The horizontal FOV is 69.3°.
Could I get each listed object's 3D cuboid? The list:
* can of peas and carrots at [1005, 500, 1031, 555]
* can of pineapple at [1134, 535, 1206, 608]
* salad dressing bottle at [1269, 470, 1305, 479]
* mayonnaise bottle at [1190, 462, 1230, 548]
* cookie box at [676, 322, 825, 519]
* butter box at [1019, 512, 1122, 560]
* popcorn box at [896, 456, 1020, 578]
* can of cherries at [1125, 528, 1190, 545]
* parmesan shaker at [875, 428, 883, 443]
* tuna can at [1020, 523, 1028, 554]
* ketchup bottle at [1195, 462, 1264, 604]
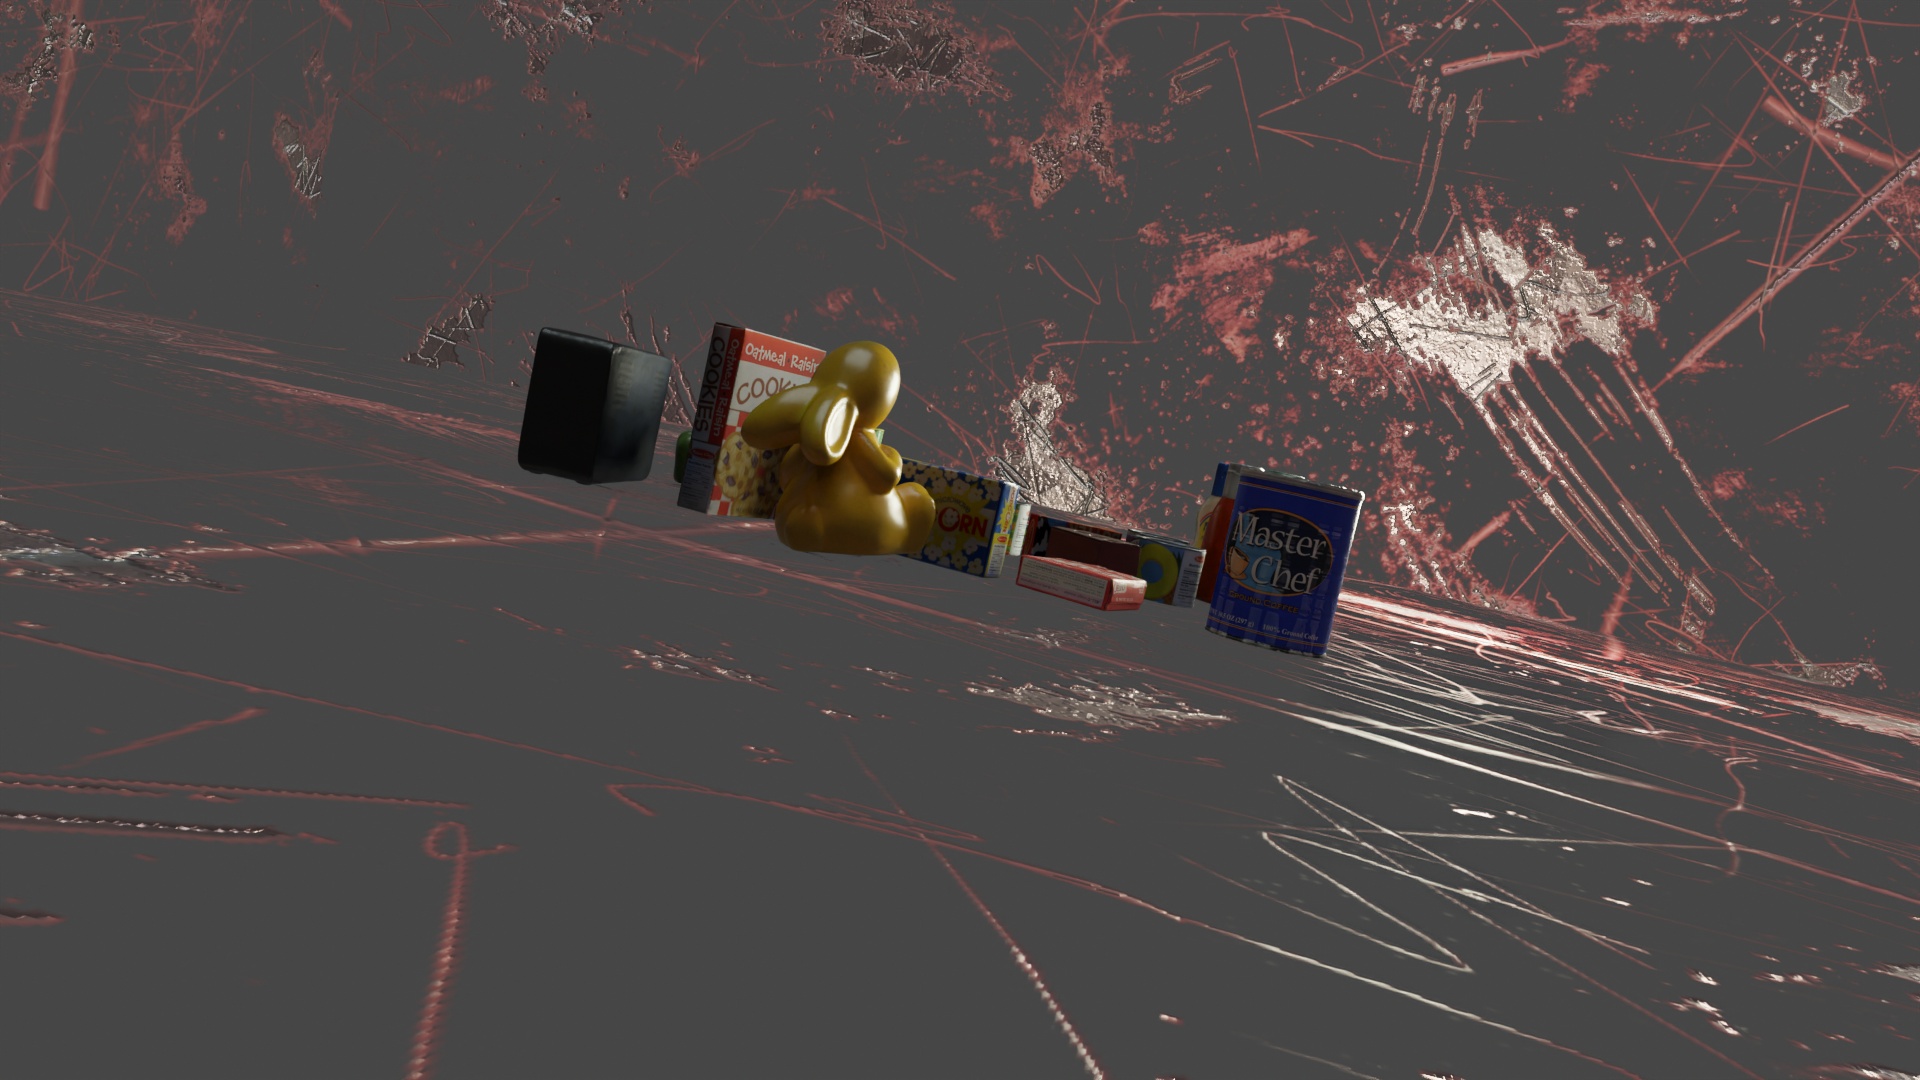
[{"bbox_3d":[0.037,-0.019,1.520,0.071,0.058,0.071,12,4,-1],"label":"can of peas and carrots"},{"bbox_3d":[0.198,0.030,1.348,0.071,0.058,0.071,12,4,-1],"label":"can of pineapple"},{"bbox_3d":[0.305,0.006,1.370,0.064,0.147,0.044,13,4,14],"label":"salad dressing bottle"},{"bbox_3d":[0.288,-0.011,1.546,0.065,0.148,0.041,14,4,19],"label":"mayonnaise bottle"},{"bbox_3d":[-0.190,-0.106,1.267,0.040,0.167,0.123,14,4,29],"label":"cookie box"},{"bbox_3d":[0.116,0.006,1.455,0.103,0.053,0.024,11,4,-25],"label":"butter box"},{"bbox_3d":[-0.018,-0.022,1.216,0.127,0.085,0.038,14,4,25],"label":"popcorn box"},{"bbox_3d":[0.199,0.022,1.447,0.071,0.058,0.071,12,4,-1],"label":"can of cherries"},{"bbox_3d":[-0.129,-0.082,1.580,0.071,0.103,0.071,12,4,-1],"label":"parmesan shaker"},{"bbox_3d":[0.085,0.001,1.577,0.071,0.033,0.071,12,4,-1],"label":"tuna can"},{"bbox_3d":[0.281,-0.006,1.448,0.043,0.148,0.065,11,4,-28],"label":"ketchup bottle"}]
